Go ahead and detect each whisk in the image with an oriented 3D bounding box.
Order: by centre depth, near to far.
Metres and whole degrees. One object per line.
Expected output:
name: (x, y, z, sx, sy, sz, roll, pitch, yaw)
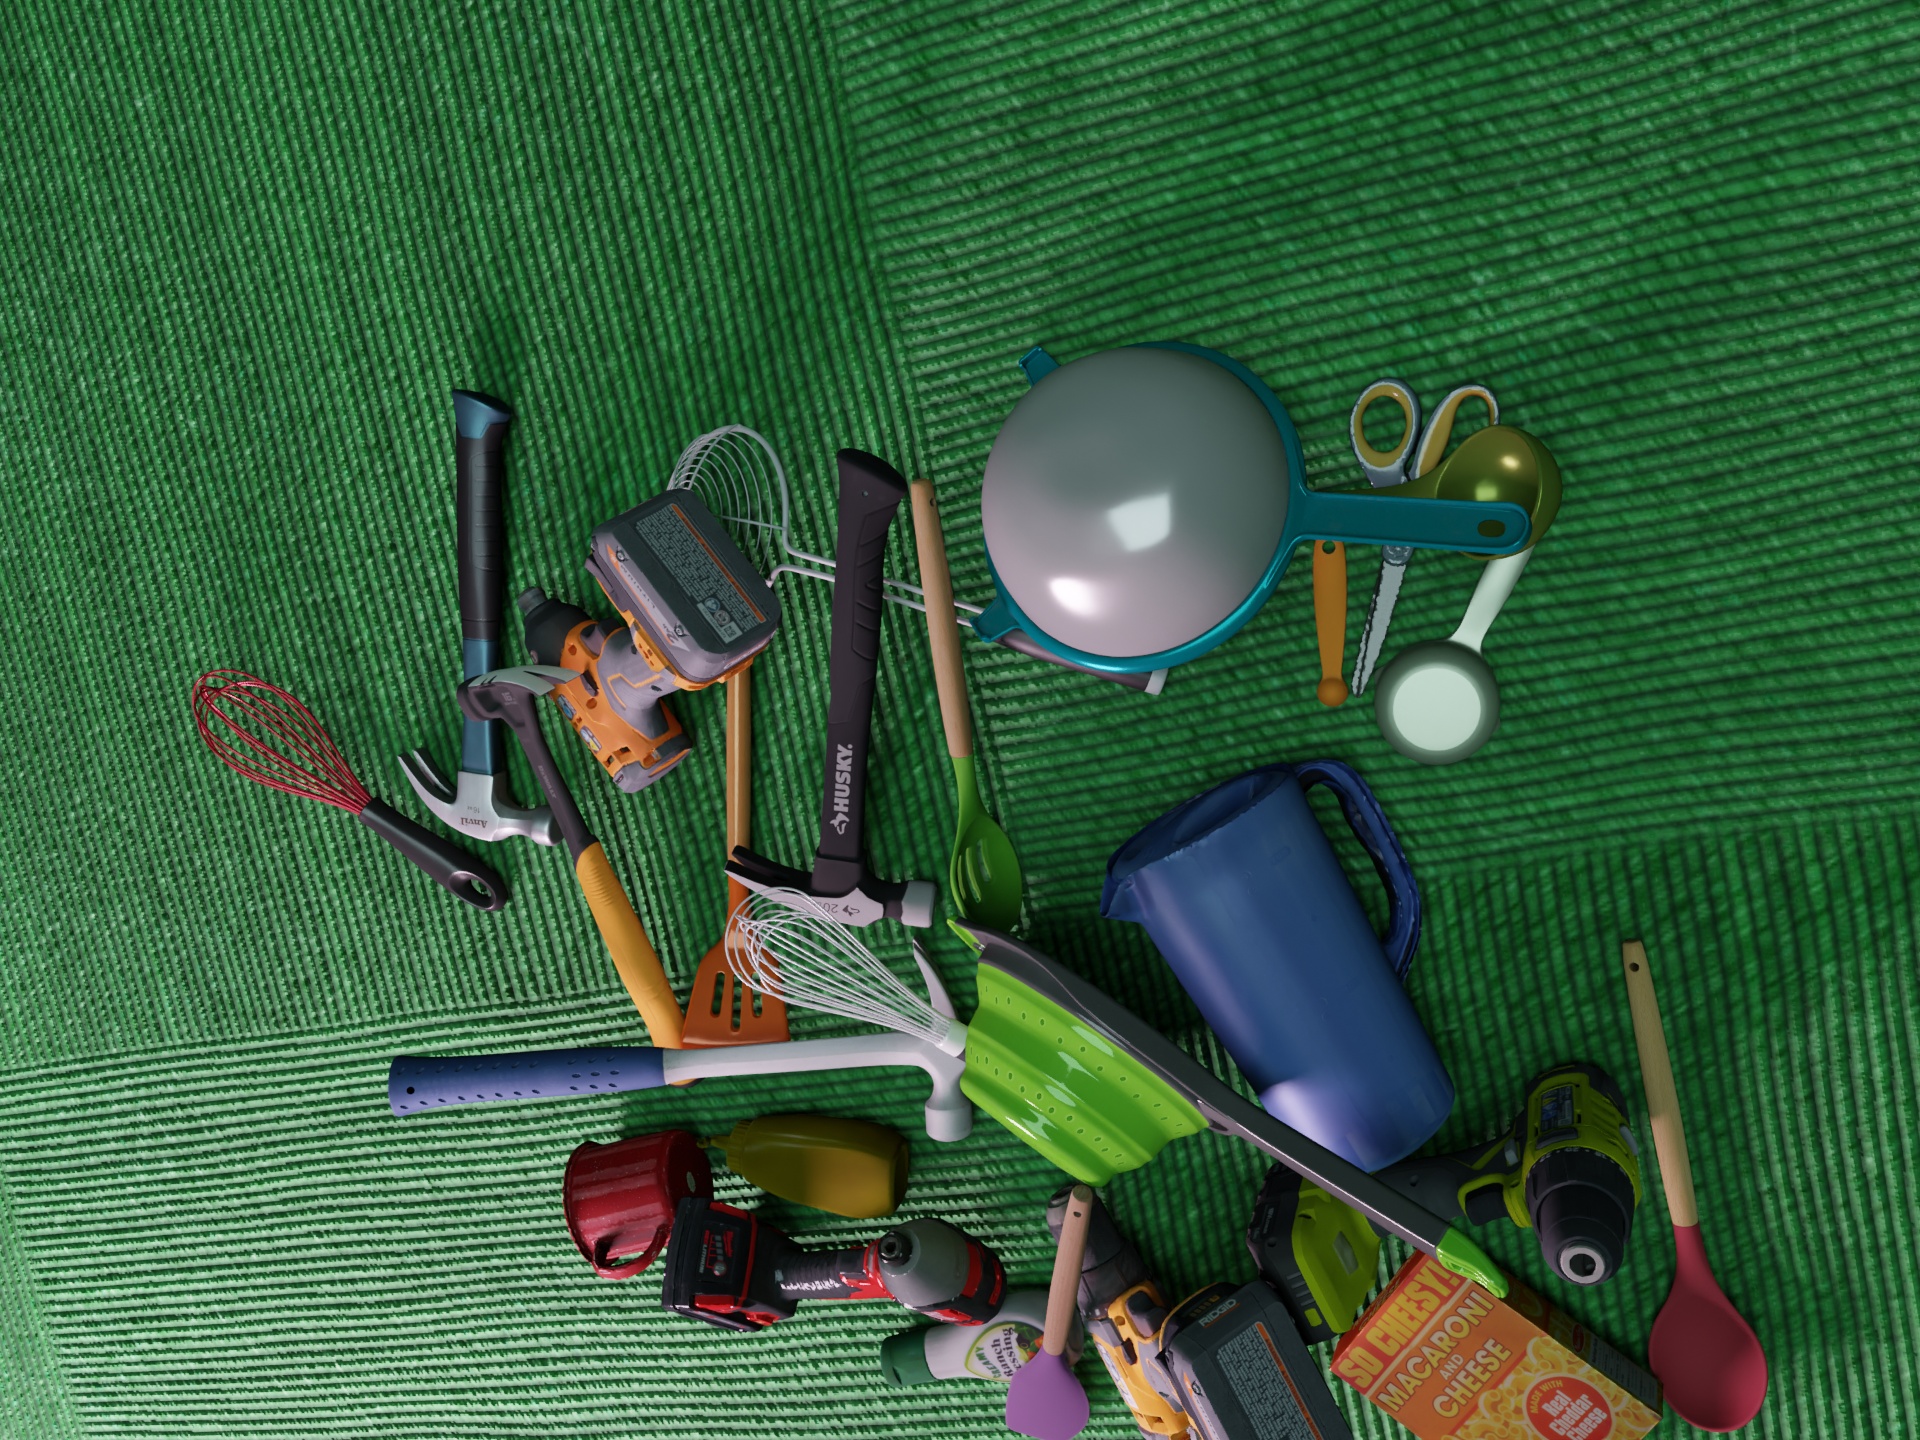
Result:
whisk: (-0.031, 0.198, 1.073, 0.284, 0.070, 0.070, 32, 109, -16)
whisk: (-0.470, 0.056, 1.222, 0.296, 0.073, 0.073, 35, 108, 2)

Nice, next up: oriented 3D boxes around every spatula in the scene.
spatula: (0.067, 0.405, 1.062, 0.060, 0.018, 0.315, 11, 131, 9)
spatula: (-0.159, 0.083, 1.135, 0.081, 0.041, 0.322, 1, 100, -1)

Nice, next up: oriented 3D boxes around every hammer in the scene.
hammer: (-0.077, -0.015, 1.045, 0.146, 0.035, 0.334, 7, 116, 4)
hammer: (-0.198, 0.237, 1.124, 0.405, 0.035, 0.144, -4, 97, 0)
hammer: (-0.253, 0.117, 1.136, 0.127, 0.034, 0.336, -4, 113, 47)
hammer: (-0.352, -0.075, 1.171, 0.128, 0.033, 0.331, 6, 102, 15)

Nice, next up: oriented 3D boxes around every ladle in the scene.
ladle: (0.196, -0.133, 0.966, 0.320, 0.062, 0.078, 1, 88, 24)
ladle: (0.448, 0.290, 0.996, 0.069, 0.031, 0.315, -9, 95, 31)

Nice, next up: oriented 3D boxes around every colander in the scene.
colander: (0.126, 0.253, 0.948, 0.397, 0.204, 0.094, 27, 75, 37)

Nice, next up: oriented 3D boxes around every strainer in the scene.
strainer: (0.147, -0.131, 0.918, 0.340, 0.095, 0.211, 8, 85, 29)

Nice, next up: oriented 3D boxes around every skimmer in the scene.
skimmer: (-0.034, -0.094, 1.071, 0.363, 0.090, 0.127, 19, 110, 3)

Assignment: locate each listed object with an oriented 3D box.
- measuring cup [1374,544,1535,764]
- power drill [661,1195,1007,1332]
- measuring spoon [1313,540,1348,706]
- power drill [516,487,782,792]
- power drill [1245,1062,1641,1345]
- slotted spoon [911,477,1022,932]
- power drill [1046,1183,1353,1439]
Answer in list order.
measuring cup: (0.310, -0.049, 0.967, 0.083, 0.038, 0.167, 26, 109, 11)
power drill: (-0.091, 0.382, 1.114, 0.220, 0.143, 0.079, -7, 59, 23)
measuring spoon: (0.233, -0.066, 1.002, 0.021, 0.011, 0.117, 0, 100, 17)
power drill: (-0.223, -0.060, 1.069, 0.164, 0.084, 0.226, 52, 142, 2)
power drill: (0.296, 0.299, 0.961, 0.228, 0.190, 0.080, -26, 93, 24)
slotted spoon: (-0.002, -0.003, 1.034, 0.031, 0.070, 0.313, 6, 115, 35)
power drill: (0.138, 0.394, 1.024, 0.084, 0.226, 0.185, -27, 88, -20)
